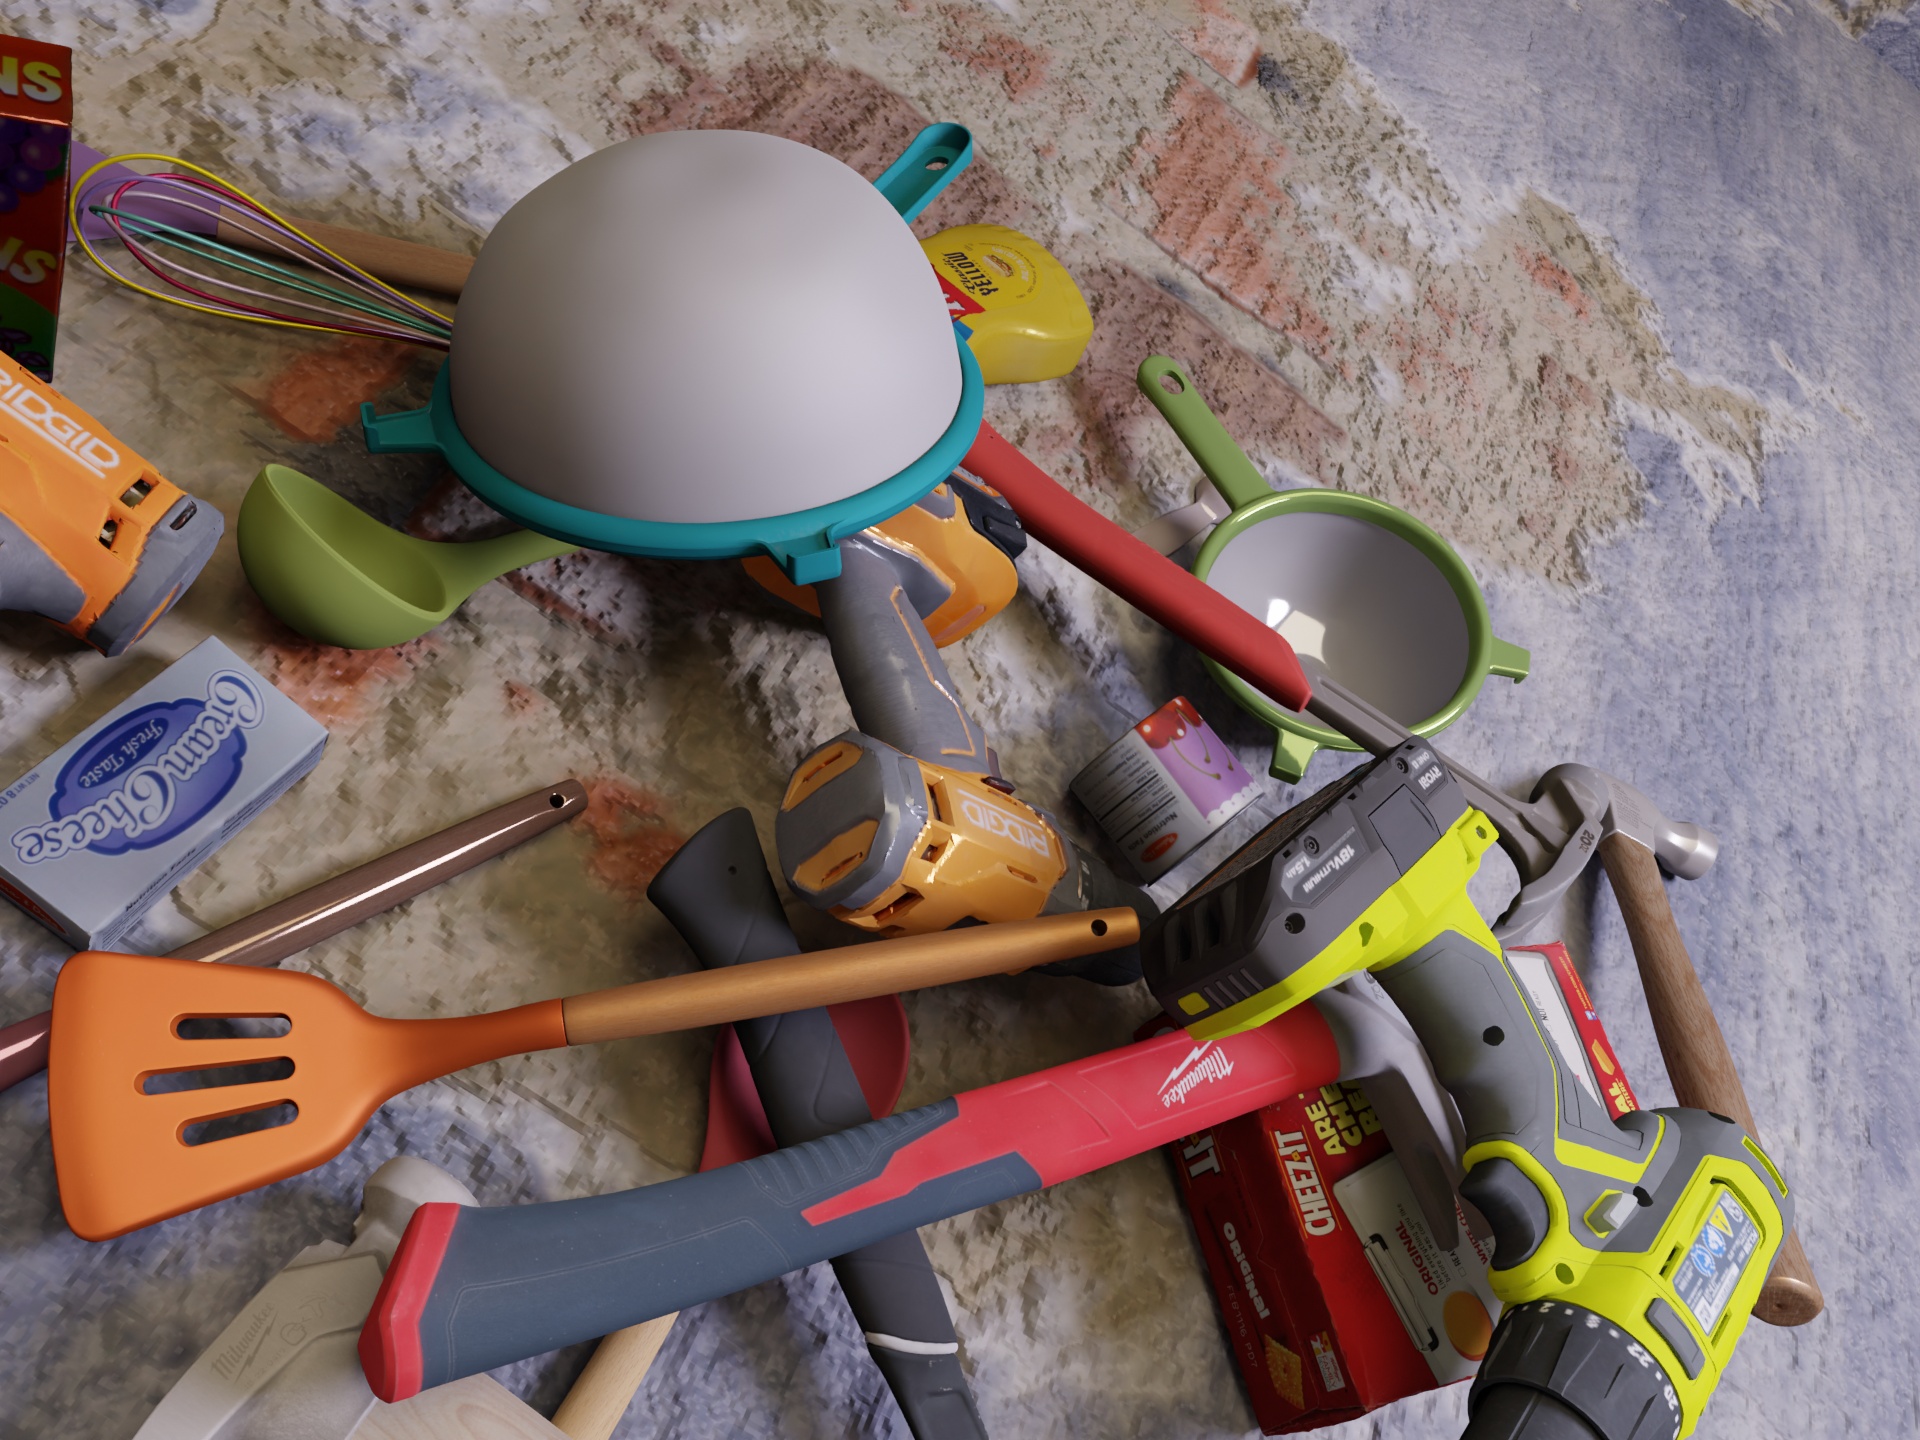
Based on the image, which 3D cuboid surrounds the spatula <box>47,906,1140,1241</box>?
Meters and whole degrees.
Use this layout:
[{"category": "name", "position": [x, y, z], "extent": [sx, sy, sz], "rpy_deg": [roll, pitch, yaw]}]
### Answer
[{"category": "spatula", "position": [-0.097, 0.087, 0.487], "extent": [0.322, 0.041, 0.081], "rpy_deg": [-8, 72, -12]}]

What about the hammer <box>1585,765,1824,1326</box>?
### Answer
[{"category": "hammer", "position": [0.346, 0.137, 0.770], "extent": [0.130, 0.031, 0.332], "rpy_deg": [27, 35, -12]}]

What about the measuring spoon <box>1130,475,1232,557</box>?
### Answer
[{"category": "measuring spoon", "position": [0.121, -0.107, 0.848], "extent": [0.034, 0.018, 0.124], "rpy_deg": [51, 48, 7]}]

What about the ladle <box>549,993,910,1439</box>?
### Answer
[{"category": "ladle", "position": [-0.103, 0.197, 0.489], "extent": [0.069, 0.031, 0.315], "rpy_deg": [39, 49, -7]}]

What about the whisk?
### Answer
[{"category": "whisk", "position": [-0.225, -0.166, 0.645], "extent": [0.244, 0.051, 0.047], "rpy_deg": [15, 80, -30]}]

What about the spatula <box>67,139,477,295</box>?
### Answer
[{"category": "spatula", "position": [-0.278, -0.198, 0.655], "extent": [0.315, 0.018, 0.060], "rpy_deg": [6, 60, -28]}]

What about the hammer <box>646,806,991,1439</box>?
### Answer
[{"category": "hammer", "position": [-0.002, 0.214, 0.504], "extent": [0.149, 0.036, 0.409], "rpy_deg": [-16, 74, -33]}]

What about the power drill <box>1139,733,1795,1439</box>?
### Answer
[{"category": "power drill", "position": [0.165, 0.137, 0.526], "extent": [0.190, 0.080, 0.228], "rpy_deg": [-31, 84, -40]}]

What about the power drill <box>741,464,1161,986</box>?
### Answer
[{"category": "power drill", "position": [-0.001, -0.002, 0.632], "extent": [0.185, 0.084, 0.226], "rpy_deg": [27, 38, -43]}]

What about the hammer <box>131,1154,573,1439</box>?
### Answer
[{"category": "hammer", "position": [-0.024, 0.273, 0.401], "extent": [0.410, 0.038, 0.146], "rpy_deg": [30, 41, 6]}]

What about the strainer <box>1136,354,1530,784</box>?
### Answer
[{"category": "strainer", "position": [0.158, -0.079, 0.821], "extent": [0.151, 0.069, 0.257], "rpy_deg": [-23, 64, -17]}]

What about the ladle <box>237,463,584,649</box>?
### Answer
[{"category": "ladle", "position": [-0.134, -0.091, 0.650], "extent": [0.320, 0.062, 0.078], "rpy_deg": [-22, 58, -43]}]

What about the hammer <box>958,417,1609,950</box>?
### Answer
[{"category": "hammer", "position": [0.114, -0.037, 0.707], "extent": [0.359, 0.036, 0.149], "rpy_deg": [36, 33, 18]}]

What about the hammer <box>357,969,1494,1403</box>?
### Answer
[{"category": "hammer", "position": [0.015, 0.148, 0.501], "extent": [0.386, 0.038, 0.143], "rpy_deg": [-8, 65, -35]}]

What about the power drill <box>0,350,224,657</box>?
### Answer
[{"category": "power drill", "position": [-0.328, -0.039, 0.437], "extent": [0.164, 0.084, 0.227], "rpy_deg": [40, 33, -21]}]

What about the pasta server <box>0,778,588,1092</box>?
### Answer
[{"category": "pasta server", "position": [-0.239, 0.079, 0.476], "extent": [0.316, 0.040, 0.060], "rpy_deg": [-28, 89, -43]}]

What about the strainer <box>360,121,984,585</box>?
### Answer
[{"category": "strainer", "position": [-0.069, -0.198, 0.631], "extent": [0.211, 0.095, 0.340], "rpy_deg": [18, 47, 15]}]
